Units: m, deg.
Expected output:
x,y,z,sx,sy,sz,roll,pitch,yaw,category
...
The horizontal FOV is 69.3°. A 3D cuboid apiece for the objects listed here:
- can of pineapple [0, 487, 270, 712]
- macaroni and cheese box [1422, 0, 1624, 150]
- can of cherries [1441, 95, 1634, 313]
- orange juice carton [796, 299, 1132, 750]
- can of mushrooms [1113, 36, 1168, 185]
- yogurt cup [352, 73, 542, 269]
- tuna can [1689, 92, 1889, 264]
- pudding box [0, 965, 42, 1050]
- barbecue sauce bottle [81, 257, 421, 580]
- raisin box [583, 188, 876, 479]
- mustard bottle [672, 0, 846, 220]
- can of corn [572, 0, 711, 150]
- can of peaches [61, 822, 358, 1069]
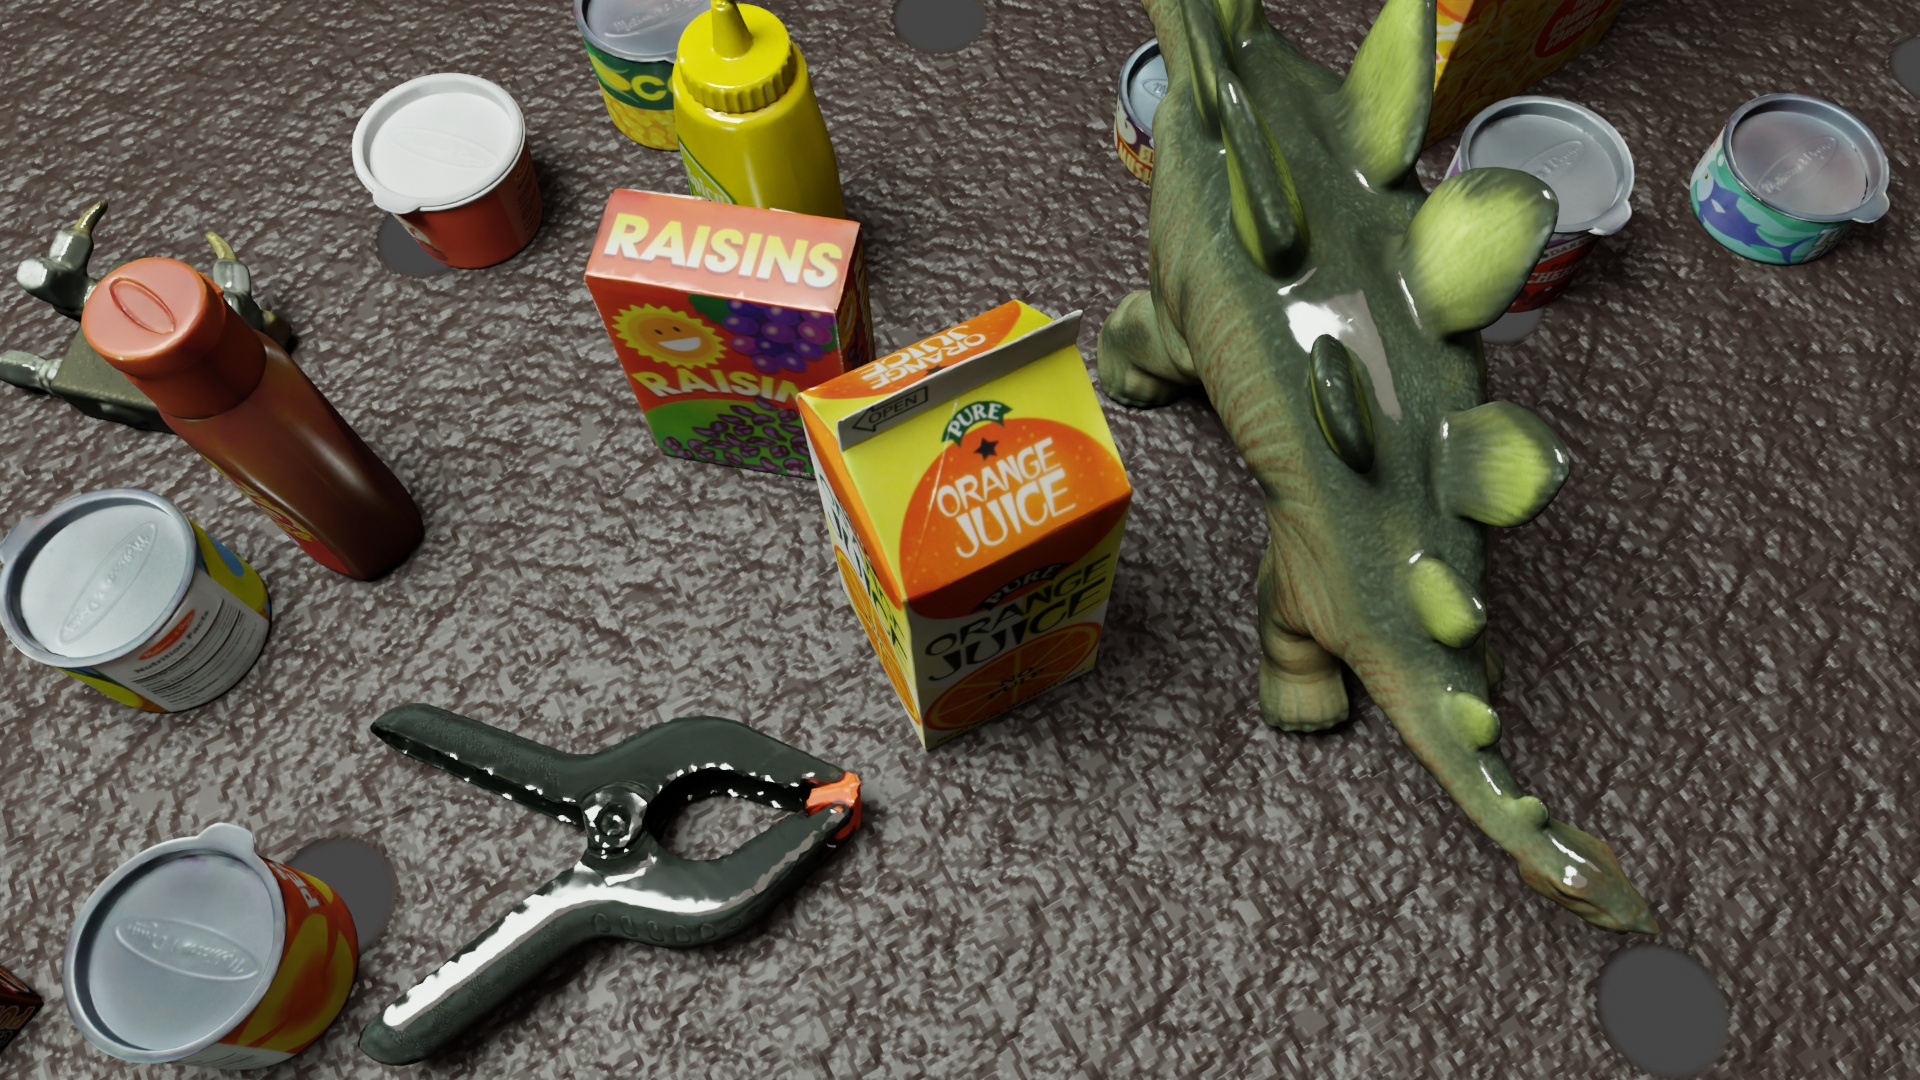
x,y,z,sx,sy,sz,roll,pitch,yaw,category
-0.293,0.021,0.496,0.071,0.057,0.071,0,66,1,can of pineapple
0.231,-0.243,0.551,0.124,0.165,0.040,-33,70,-13,macaroni and cheese box
0.227,-0.132,0.559,0.071,0.058,0.072,0,66,1,can of cherries
0.002,-0.005,0.431,0.072,0.192,0.073,-25,68,-10,orange juice carton
0.099,-0.182,0.597,0.071,0.033,0.071,0,66,1,can of mushrooms
-0.207,-0.150,0.575,0.072,0.053,0.072,0,66,1,yogurt cup
0.346,-0.149,0.580,0.071,0.032,0.071,0,66,1,tuna can
-0.350,0.136,0.449,0.084,0.049,0.030,28,69,13,pudding box
-0.238,-0.039,0.473,0.065,0.148,0.044,38,72,16,barbecue sauce bottle
-0.075,-0.069,0.499,0.086,0.123,0.040,10,67,5,raisin box
-0.077,-0.149,0.515,0.049,0.159,0.065,-37,70,-14,mustard bottle
-0.125,-0.210,0.599,0.071,0.058,0.071,0,66,1,can of corn
-0.235,0.131,0.445,0.071,0.057,0.071,0,66,1,can of peaches
